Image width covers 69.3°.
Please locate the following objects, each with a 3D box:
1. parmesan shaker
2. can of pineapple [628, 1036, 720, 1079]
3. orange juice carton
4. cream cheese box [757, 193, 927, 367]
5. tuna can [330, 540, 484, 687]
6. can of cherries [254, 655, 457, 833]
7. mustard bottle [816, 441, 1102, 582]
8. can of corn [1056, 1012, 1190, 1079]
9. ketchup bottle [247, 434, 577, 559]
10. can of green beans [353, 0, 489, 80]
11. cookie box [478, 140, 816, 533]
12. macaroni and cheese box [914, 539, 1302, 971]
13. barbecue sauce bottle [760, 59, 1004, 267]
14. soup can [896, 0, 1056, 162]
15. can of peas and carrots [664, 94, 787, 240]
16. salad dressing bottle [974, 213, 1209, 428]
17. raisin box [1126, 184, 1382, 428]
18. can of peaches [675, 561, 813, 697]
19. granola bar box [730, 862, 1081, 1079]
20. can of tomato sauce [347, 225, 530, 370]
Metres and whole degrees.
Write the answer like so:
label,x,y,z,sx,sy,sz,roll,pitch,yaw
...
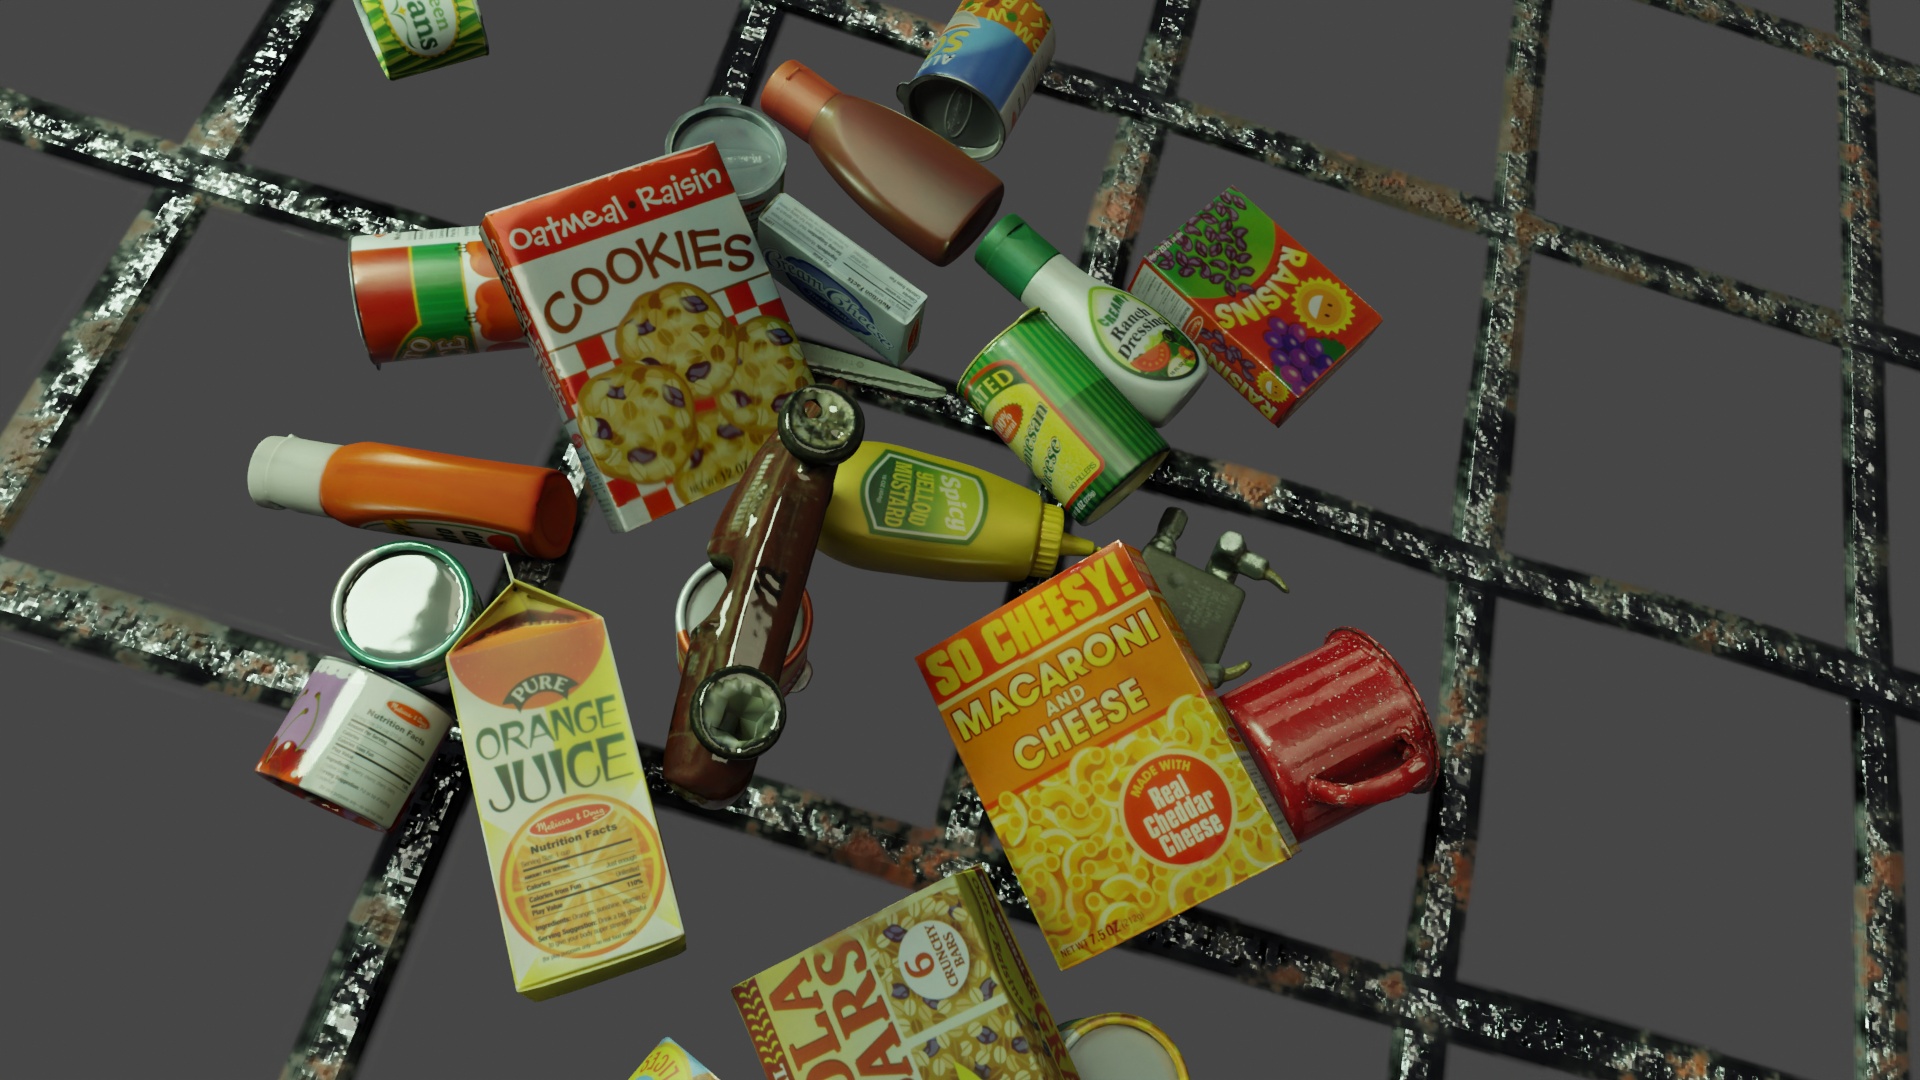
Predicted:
label,x,y,z,sx,sy,sz,roll,pitch,yaw
parmesan shaker,0.057,-0.067,0.754,0.071,0.071,0.103,-37,79,-22
can of pineapple,-0.122,0.254,0.589,0.071,0.070,0.058,39,66,6
orange juice carton,-0.185,0.104,0.638,0.073,0.071,0.193,-14,71,-16
cream cheese box,-0.067,-0.145,0.774,0.104,0.053,0.024,36,68,6
tuna can,-0.265,0.036,0.673,0.071,0.032,0.071,4,67,-8
can of cherries,-0.275,0.093,0.632,0.071,0.071,0.058,23,67,-1
mustard bottle,0.003,-0.009,0.732,0.160,0.048,0.065,10,69,-6
can of corn,0.068,0.250,0.631,0.071,0.058,0.071,4,68,-9
ketchup bottle,-0.270,-0.024,0.683,0.149,0.064,0.043,9,79,3
can of green beans,-0.308,-0.301,0.787,0.058,0.071,0.071,-24,74,-18
cookie box,-0.153,-0.104,0.710,0.123,0.040,0.167,-26,99,-24
macaroni and cheese box,0.068,0.103,0.673,0.123,0.040,0.167,-31,73,14
barbecue sauce bottle,-0.049,-0.226,0.817,0.148,0.043,0.065,37,66,7
soup can,0.010,-0.284,0.838,0.071,0.071,0.084,26,65,1
can of peas and carrots,-0.133,-0.204,0.783,0.071,0.058,0.071,4,67,-9
salad dressing bottle,0.073,-0.128,0.797,0.148,0.043,0.064,42,57,8
raisin box,0.174,-0.139,0.824,0.123,0.040,0.086,44,66,10
can of peaches,-0.105,0.047,0.684,0.071,0.057,0.071,4,67,-9
granola bar box,-0.013,0.242,0.596,0.124,0.039,0.166,-31,73,17
can of tomato sauce,-0.267,-0.127,0.724,0.083,0.071,0.071,-9,70,-14
